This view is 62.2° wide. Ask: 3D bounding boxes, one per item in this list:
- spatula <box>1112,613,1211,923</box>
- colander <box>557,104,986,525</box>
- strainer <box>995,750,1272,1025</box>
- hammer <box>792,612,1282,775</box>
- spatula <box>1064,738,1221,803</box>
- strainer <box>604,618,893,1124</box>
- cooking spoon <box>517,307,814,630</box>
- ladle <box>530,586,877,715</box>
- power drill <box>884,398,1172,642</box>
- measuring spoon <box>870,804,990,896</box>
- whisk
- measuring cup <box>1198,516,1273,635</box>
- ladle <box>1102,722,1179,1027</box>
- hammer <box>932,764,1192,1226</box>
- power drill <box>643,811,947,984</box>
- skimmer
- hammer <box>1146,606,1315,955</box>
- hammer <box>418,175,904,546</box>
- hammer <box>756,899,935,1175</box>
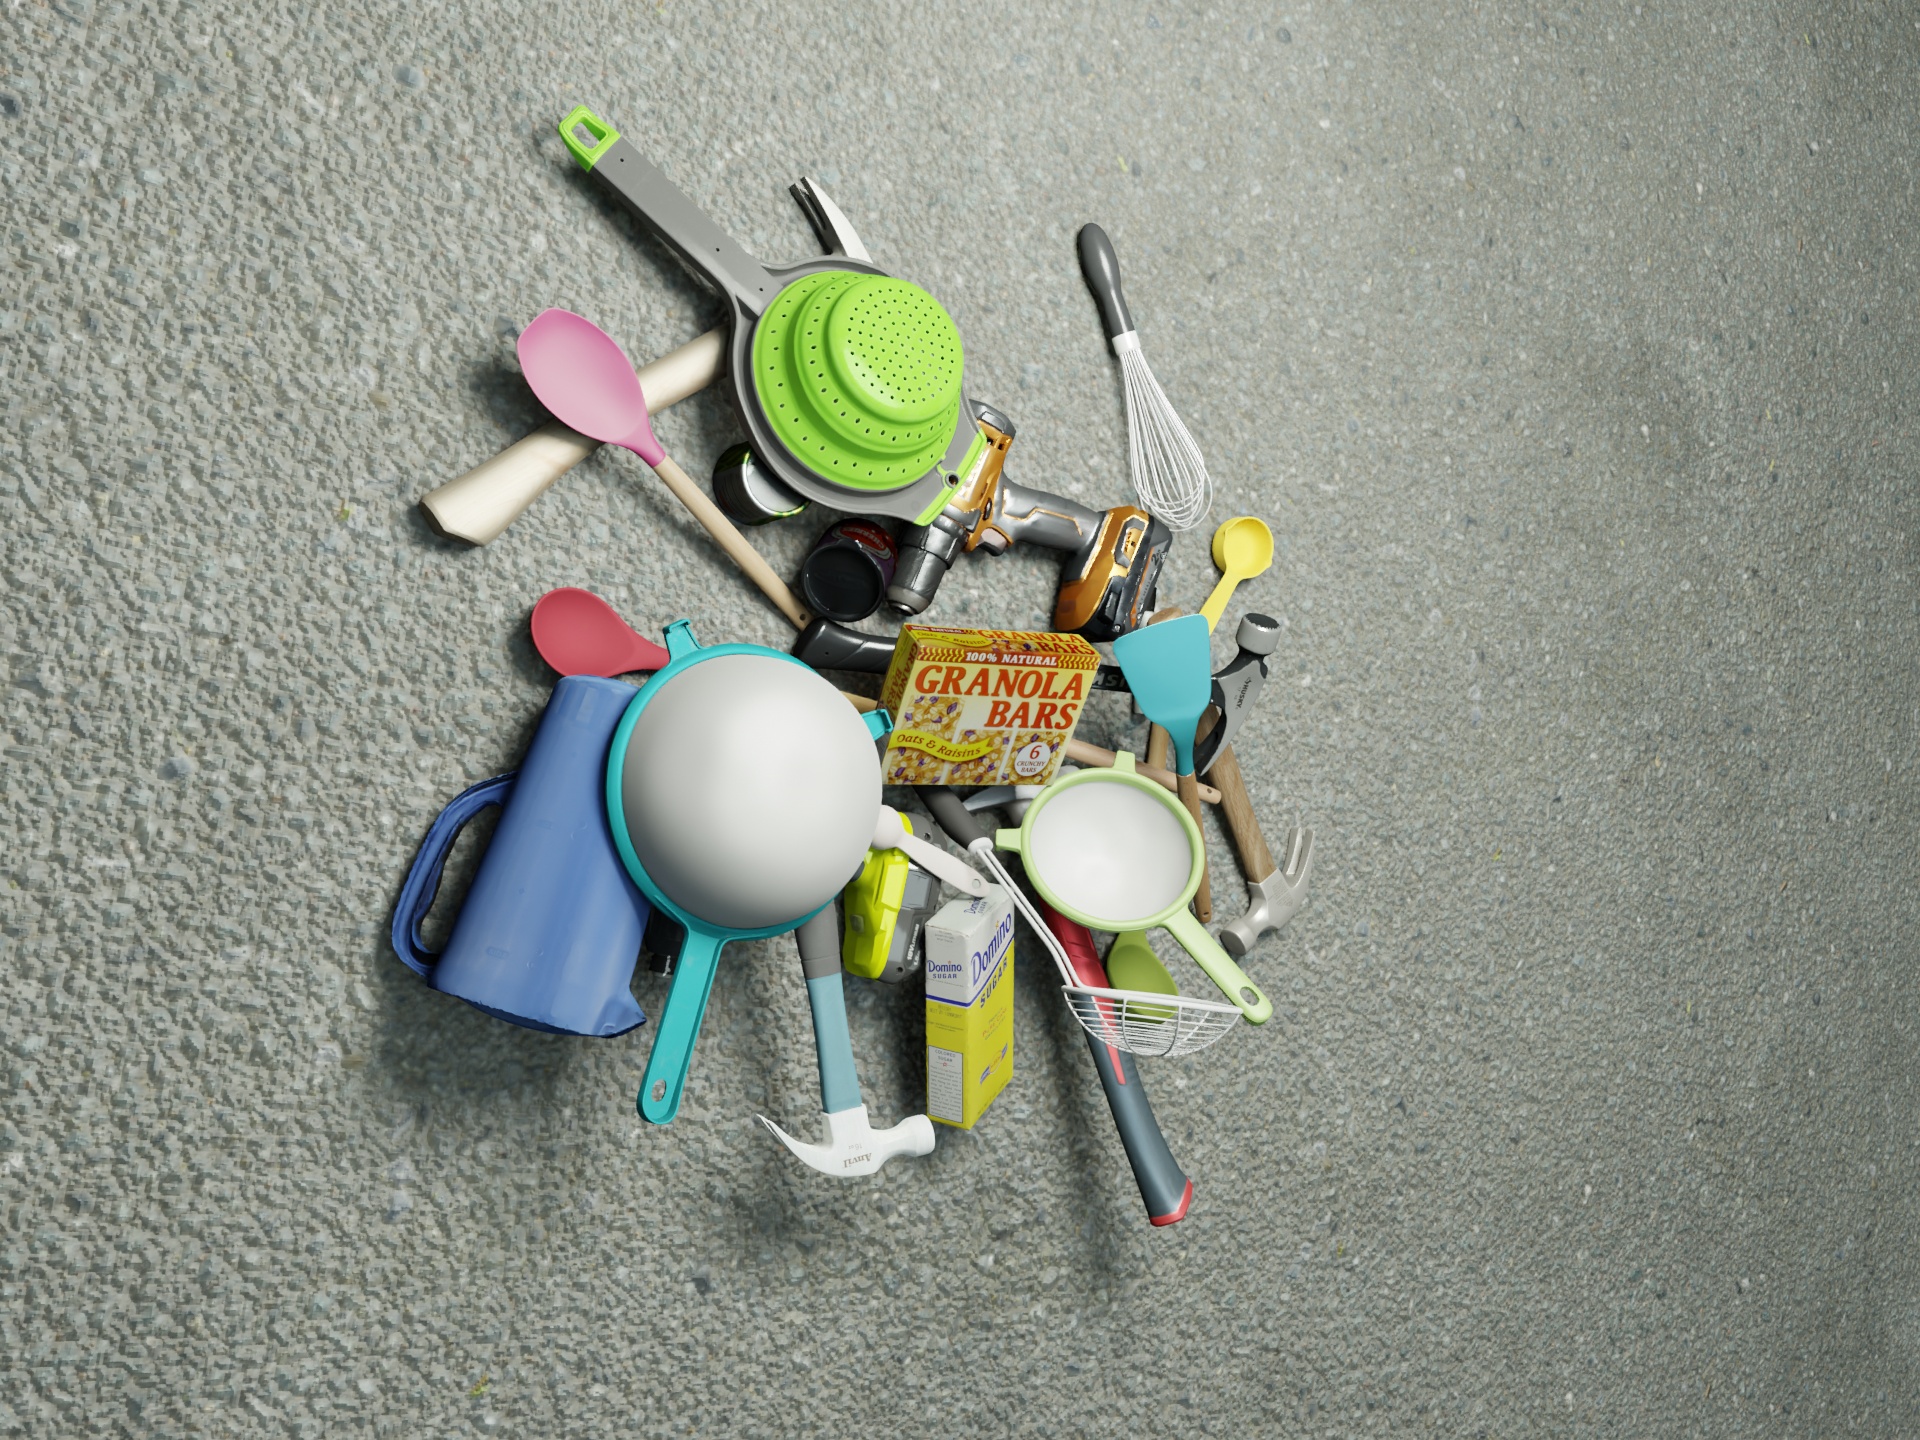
[{"bbox_3d":[0.194,0.056,1.375,0.082,0.044,0.317,-17,128,-6],"label":"spatula"},{"bbox_3d":[-0.124,-0.317,1.175,0.396,0.094,0.204,41,64,-17],"label":"colander"},{"bbox_3d":[0.152,0.154,1.287,0.151,0.069,0.256,-32,67,-25],"label":"strainer"},{"bbox_3d":[0.063,-0.038,1.317,0.408,0.036,0.149,5,118,-18],"label":"hammer"},{"bbox_3d":[0.090,0.024,1.366,0.315,0.018,0.060,18,59,-21],"label":"spatula"},{"bbox_3d":[-0.144,0.105,1.075,0.210,0.095,0.340,25,69,-31],"label":"strainer"},{"bbox_3d":[-0.209,-0.175,1.185,0.069,0.017,0.318,-50,124,-13],"label":"cooking spoon"},{"bbox_3d":[-0.184,-0.038,1.227,0.315,0.031,0.069,14,73,-32],"label":"ladle"},{"bbox_3d":[0.051,-0.140,1.339,0.226,0.084,0.185,27,78,-24],"label":"power drill"},{"bbox_3d":[-0.023,0.104,1.231,0.124,0.018,0.034,33,68,-22],"label":"measuring spoon"},{"bbox_3d":[0.157,-0.305,1.420,0.070,0.070,0.284,-22,95,-29],"label":"whisk"},{"bbox_3d":[0.237,-0.120,1.484,0.062,0.029,0.156,33,85,-26],"label":"measuring cup"},{"bbox_3d":[0.174,0.112,1.422,0.078,0.062,0.320,13,80,-33],"label":"ladle"},{"bbox_3d":[0.097,0.235,1.329,0.143,0.038,0.386,-14,81,-29],"label":"hammer"},{"bbox_3d":[-0.134,0.127,1.229,0.223,0.080,0.171,15,82,-26],"label":"power drill"},{"bbox_3d":[0.065,0.117,1.204,0.127,0.364,0.090,16,118,-51],"label":"skimmer"},{"bbox_3d":[0.243,0.046,1.458,0.130,0.031,0.331,-35,113,-28],"label":"hammer"},{"bbox_3d":[-0.228,-0.263,1.198,0.410,0.038,0.146,-38,106,-25],"label":"hammer"},{"bbox_3d":[-0.103,0.175,1.184,0.128,0.033,0.331,-9,92,-25],"label":"hammer"}]
